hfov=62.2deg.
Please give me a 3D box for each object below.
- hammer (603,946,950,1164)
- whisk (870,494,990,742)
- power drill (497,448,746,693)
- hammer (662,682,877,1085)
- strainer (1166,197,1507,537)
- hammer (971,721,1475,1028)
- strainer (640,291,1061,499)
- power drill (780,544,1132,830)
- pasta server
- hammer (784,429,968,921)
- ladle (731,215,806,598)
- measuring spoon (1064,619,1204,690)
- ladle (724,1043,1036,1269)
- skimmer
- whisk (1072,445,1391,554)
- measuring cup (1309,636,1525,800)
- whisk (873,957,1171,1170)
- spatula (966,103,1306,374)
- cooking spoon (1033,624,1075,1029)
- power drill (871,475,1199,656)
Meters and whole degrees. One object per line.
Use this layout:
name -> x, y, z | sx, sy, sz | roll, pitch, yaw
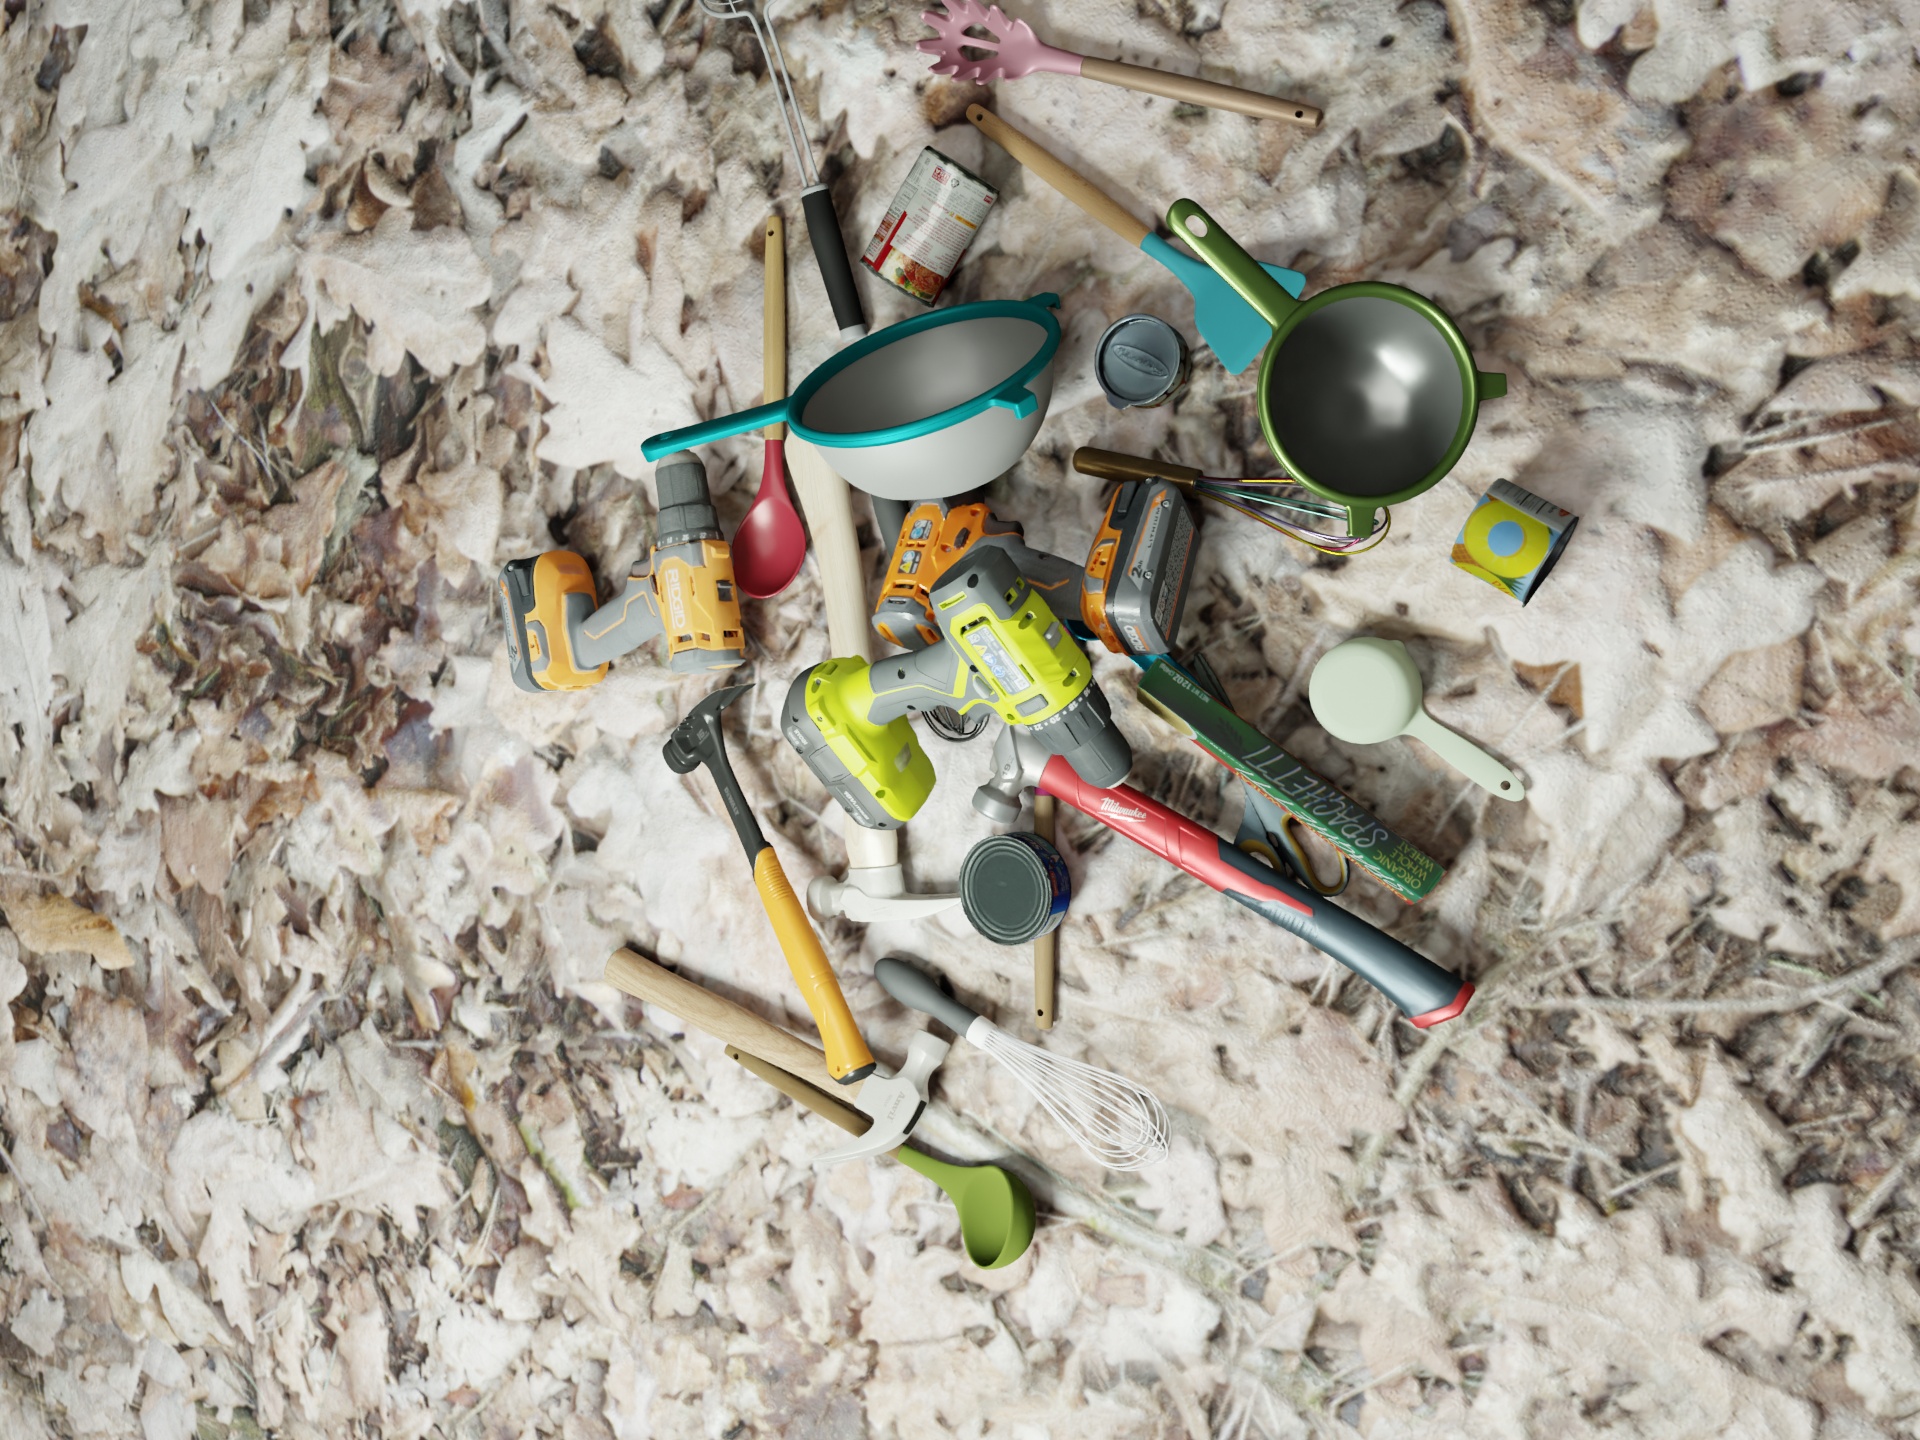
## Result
hammer -> -0.174, 0.269, 1.345 | 0.331, 0.031, 0.130 | 19, 74, 28
whisk -> -0.030, -0.096, 1.262 | 0.055, 0.055, 0.239 | -22, 80, 25
power drill -> -0.287, -0.120, 1.350 | 0.226, 0.084, 0.185 | -9, 89, 32
hammer -> -0.147, 0.135, 1.298 | 0.127, 0.034, 0.337 | -42, 69, 45
strainer -> 0.231, -0.253, 1.083 | 0.256, 0.069, 0.151 | 44, 88, -2
hammer -> 0.195, 0.091, 1.151 | 0.386, 0.038, 0.143 | 30, 103, 21
strainer -> -0.076, -0.213, 1.205 | 0.340, 0.211, 0.095 | -11, 124, 18
power drill -> -0.002, -0.004, 1.151 | 0.228, 0.080, 0.190 | -25, 110, 38
pasta server -> 0.113, -0.476, 1.170 | 0.316, 0.040, 0.060 | 22, 115, 21
hammer -> -0.078, -0.042, 1.281 | 0.146, 0.038, 0.410 | -5, 94, 24
ladle -> -0.157, -0.259, 1.320 | 0.069, 0.031, 0.315 | 2, 93, 19
measuring spoon -> 0.134, -0.054, 1.204 | 0.128, 0.021, 0.042 | 39, 95, 9
ladle -> -0.076, 0.345, 1.308 | 0.320, 0.062, 0.078 | 25, 101, 25
skimmer -> -0.123, -0.487, 1.287 | 0.127, 0.090, 0.363 | -13, 98, 22
whisk -> 0.191, -0.164, 1.153 | 0.245, 0.051, 0.047 | 17, 107, 27
measuring cup -> 0.317, 0.005, 1.105 | 0.168, 0.038, 0.083 | 38, 108, 21
whisk -> 0.043, 0.261, 1.246 | 0.285, 0.070, 0.070 | 29, 105, 26
spatula -> 0.116, -0.372, 1.173 | 0.318, 0.044, 0.082 | 42, 109, 18
cooking spoon -> 0.065, 0.083, 1.242 | 0.069, 0.017, 0.319 | 2, 94, 28
power drill -> 0.056, -0.129, 1.185 | 0.226, 0.084, 0.164 | 4, 65, 26
